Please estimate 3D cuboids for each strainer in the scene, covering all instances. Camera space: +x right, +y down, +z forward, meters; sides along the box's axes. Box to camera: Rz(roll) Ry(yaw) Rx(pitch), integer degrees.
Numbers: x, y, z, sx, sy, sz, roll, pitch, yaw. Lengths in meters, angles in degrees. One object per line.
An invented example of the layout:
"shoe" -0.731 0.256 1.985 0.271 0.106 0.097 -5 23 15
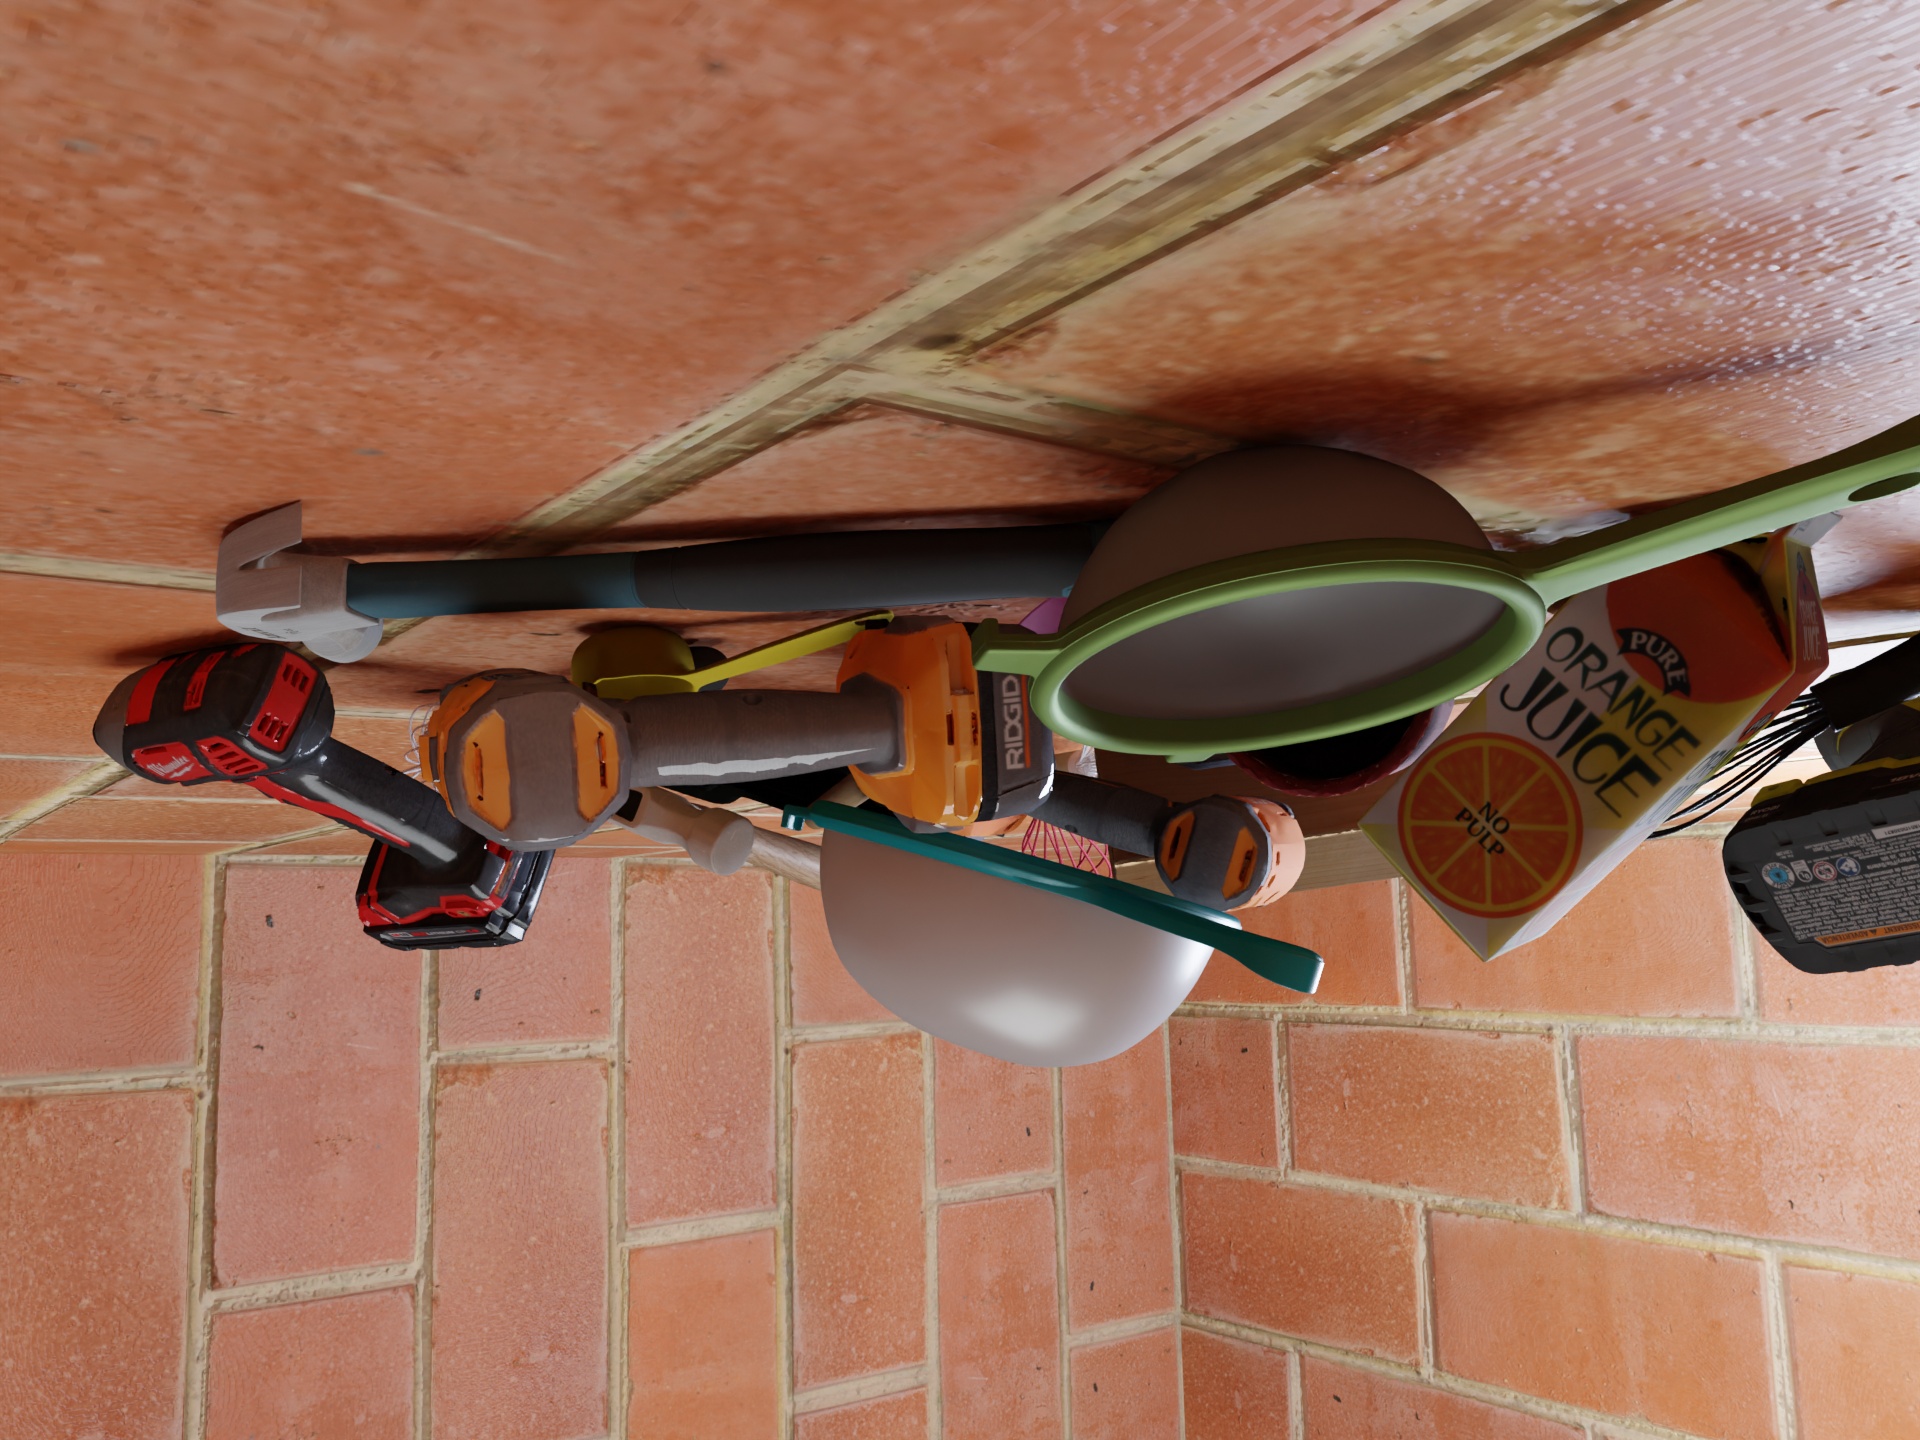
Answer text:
"strainer" 0.136 -0.057 0.453 0.256 0.069 0.151 -18 158 27
"strainer" 0.043 0.112 0.694 0.211 0.095 0.340 18 176 -22

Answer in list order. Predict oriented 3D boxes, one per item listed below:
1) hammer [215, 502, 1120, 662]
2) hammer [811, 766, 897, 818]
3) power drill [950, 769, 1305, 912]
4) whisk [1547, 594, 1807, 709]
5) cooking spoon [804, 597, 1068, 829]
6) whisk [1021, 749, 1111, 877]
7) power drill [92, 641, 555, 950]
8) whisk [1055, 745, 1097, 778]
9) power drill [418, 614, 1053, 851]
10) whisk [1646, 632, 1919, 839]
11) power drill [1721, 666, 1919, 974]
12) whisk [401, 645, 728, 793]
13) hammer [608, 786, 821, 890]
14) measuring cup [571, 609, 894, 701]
"hammer" -0.097 -0.050 0.556 0.331 0.033 0.128 -2 174 4
"hammer" -0.014 0.079 0.982 0.335 0.035 0.146 29 -169 39
"power drill" 0.089 0.052 0.929 0.226 0.084 0.164 17 -176 25
"whisk" 0.325 -0.036 0.710 0.244 0.047 0.051 11 148 -43
"cooking spoon" -0.001 -0.002 0.752 0.068 0.017 0.319 8 155 -30
"whisk" 0.066 0.069 1.146 0.073 0.073 0.295 -3 152 10
"power drill" -0.324 0.039 0.811 0.143 0.079 0.219 -7 146 31
"whisk" 0.095 0.033 1.196 0.058 0.059 0.246 44 169 -6
"power drill" -0.099 0.004 0.639 0.226 0.084 0.185 -5 -175 -22
"whisk" 0.381 -0.008 0.701 0.239 0.055 0.055 -28 163 19
"power drill" 0.464 0.015 0.718 0.228 0.080 0.190 -33 -175 -39
"whisk" -0.216 -0.001 0.848 0.284 0.070 0.070 -15 165 42
"hammer" -0.100 0.079 0.920 0.130 0.031 0.331 20 174 28
"measuring cup" -0.105 -0.037 0.719 0.156 0.029 0.062 -16 163 14
